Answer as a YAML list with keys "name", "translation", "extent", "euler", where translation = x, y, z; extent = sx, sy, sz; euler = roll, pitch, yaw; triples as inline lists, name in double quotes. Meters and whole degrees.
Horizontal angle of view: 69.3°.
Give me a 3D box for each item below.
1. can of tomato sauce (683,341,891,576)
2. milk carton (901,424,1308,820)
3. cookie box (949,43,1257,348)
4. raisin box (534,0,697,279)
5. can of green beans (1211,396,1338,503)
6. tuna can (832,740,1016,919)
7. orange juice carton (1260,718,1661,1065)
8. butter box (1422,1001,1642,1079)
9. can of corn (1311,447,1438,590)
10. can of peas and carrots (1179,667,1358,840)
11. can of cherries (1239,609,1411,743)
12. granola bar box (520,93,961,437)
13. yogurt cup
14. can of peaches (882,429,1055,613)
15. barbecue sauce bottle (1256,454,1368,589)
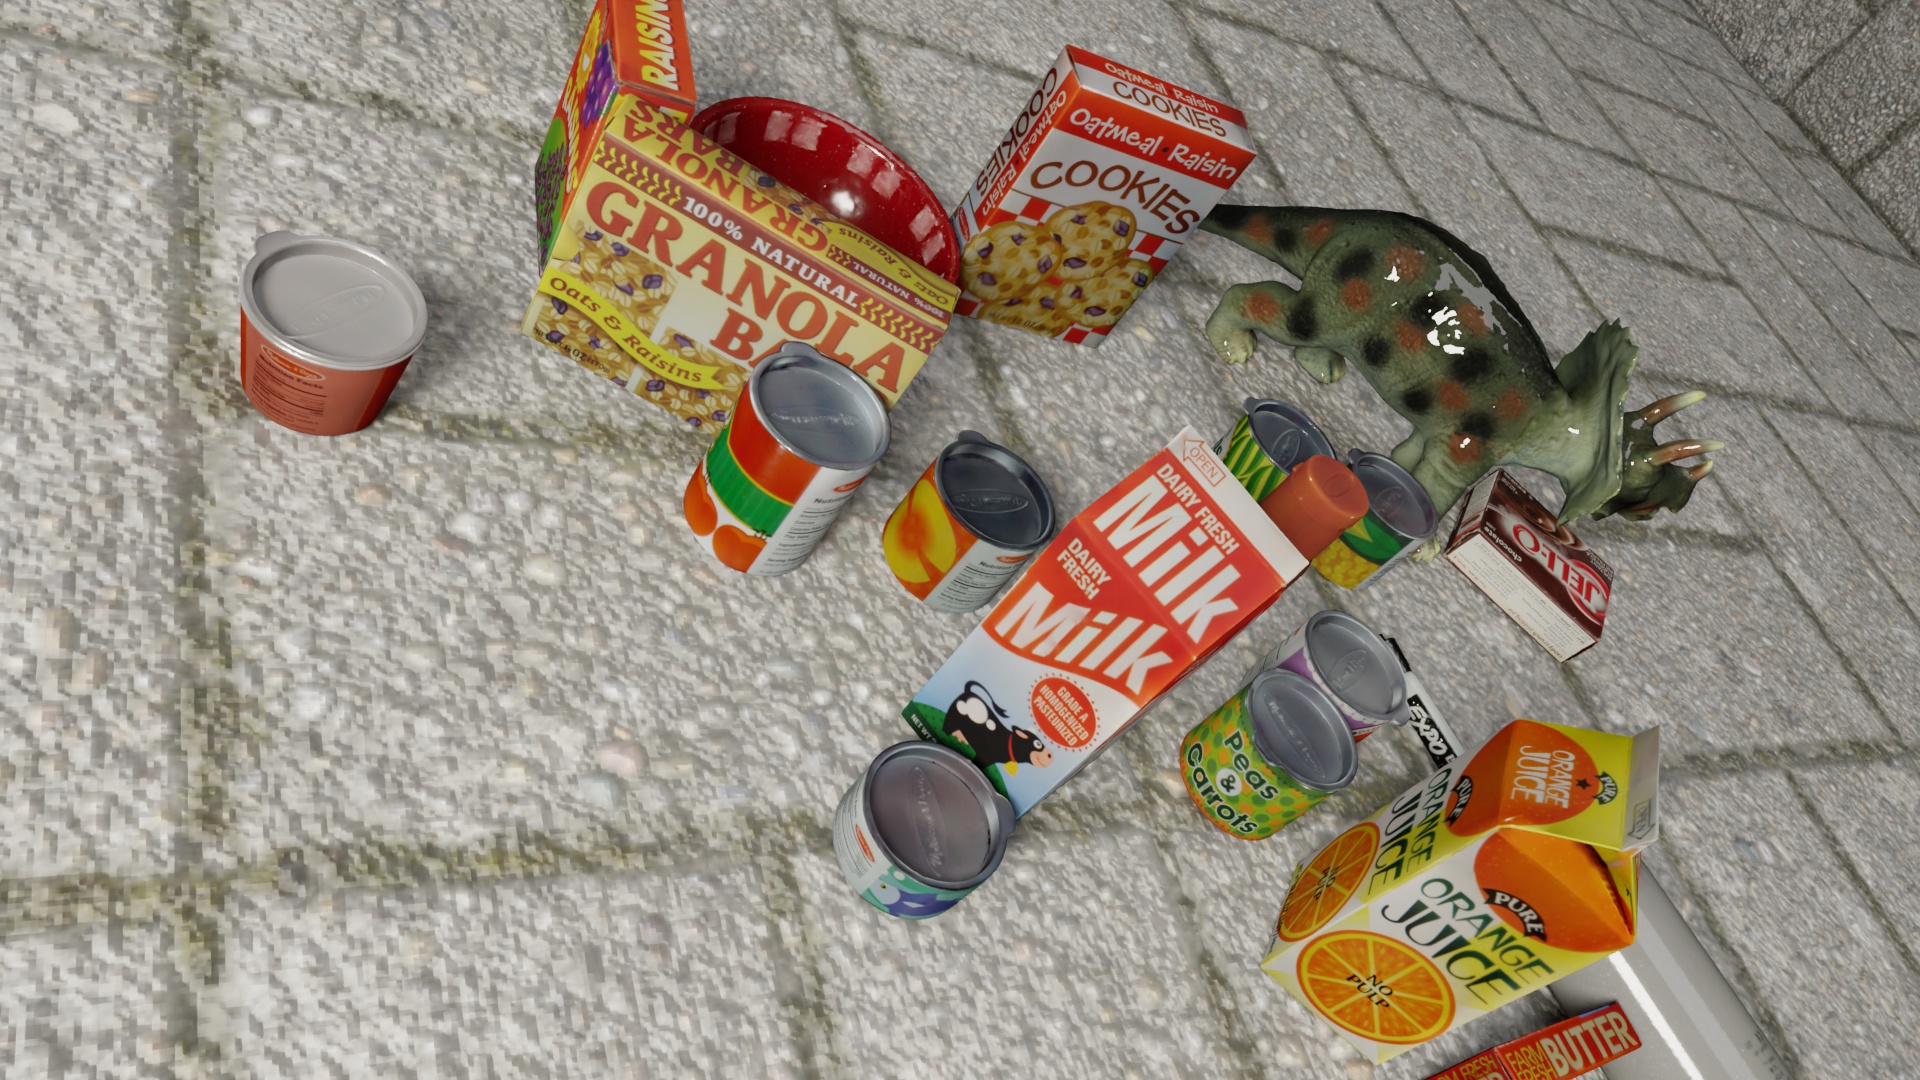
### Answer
- name: "can of tomato sauce"
  translation: [-0.080, -0.035, 0.618]
  extent: [0.071, 0.082, 0.071]
  euler: [20, 45, -21]
- name: "milk carton"
  translation: [0.061, 0.037, 0.577]
  extent: [0.074, 0.189, 0.072]
  euler: [-26, 73, -46]
- name: "cookie box"
  translation: [0.070, -0.192, 0.801]
  extent: [0.123, 0.166, 0.040]
  euler: [10, 50, -30]
- name: "raisin box"
  translation: [-0.167, -0.192, 0.661]
  extent: [0.040, 0.122, 0.086]
  euler: [10, 49, -30]
- name: "can of green beans"
  translation: [0.183, -0.042, 0.835]
  extent: [0.071, 0.057, 0.071]
  euler: [20, 45, -21]
- name: "tuna can"
  translation: [-0.015, 0.119, 0.569]
  extent: [0.071, 0.032, 0.071]
  euler: [20, 45, -21]
- name: "orange juice carton"
  translation: [0.223, 0.146, 0.598]
  extent: [0.073, 0.191, 0.072]
  euler: [40, 41, 0]
- name: "butter box"
  translation: [0.266, 0.245, 0.649]
  extent: [0.104, 0.053, 0.024]
  euler: [0, 55, -36]
- name: "can of corn"
  translation: [0.247, -0.013, 0.856]
  extent: [0.071, 0.058, 0.071]
  euler: [20, 45, -21]
- name: "can of peas and carrots"
  translation: [0.148, 0.106, 0.679]
  extent: [0.071, 0.058, 0.071]
  euler: [20, 45, -21]
- name: "can of cherries"
  translation: [0.192, 0.082, 0.733]
  extent: [0.071, 0.058, 0.072]
  euler: [20, 45, -21]
- name: "granola bar box"
  translation: [-0.102, -0.104, 0.632]
  extent: [0.165, 0.123, 0.039]
  euler: [29, 43, -13]
- name: "yogurt cup"
  translation: [-0.252, -0.078, 0.552]
  extent: [0.072, 0.053, 0.073]
  euler: [20, 45, -21]
- name: "can of peaches"
  translation: [0.002, -0.008, 0.674]
  extent: [0.071, 0.057, 0.071]
  euler: [20, 45, -21]
- name: "barbecue sauce bottle"
  translation: [0.137, 0.016, 0.682]
  extent: [0.065, 0.147, 0.044]
  euler: [-25, 72, -46]
